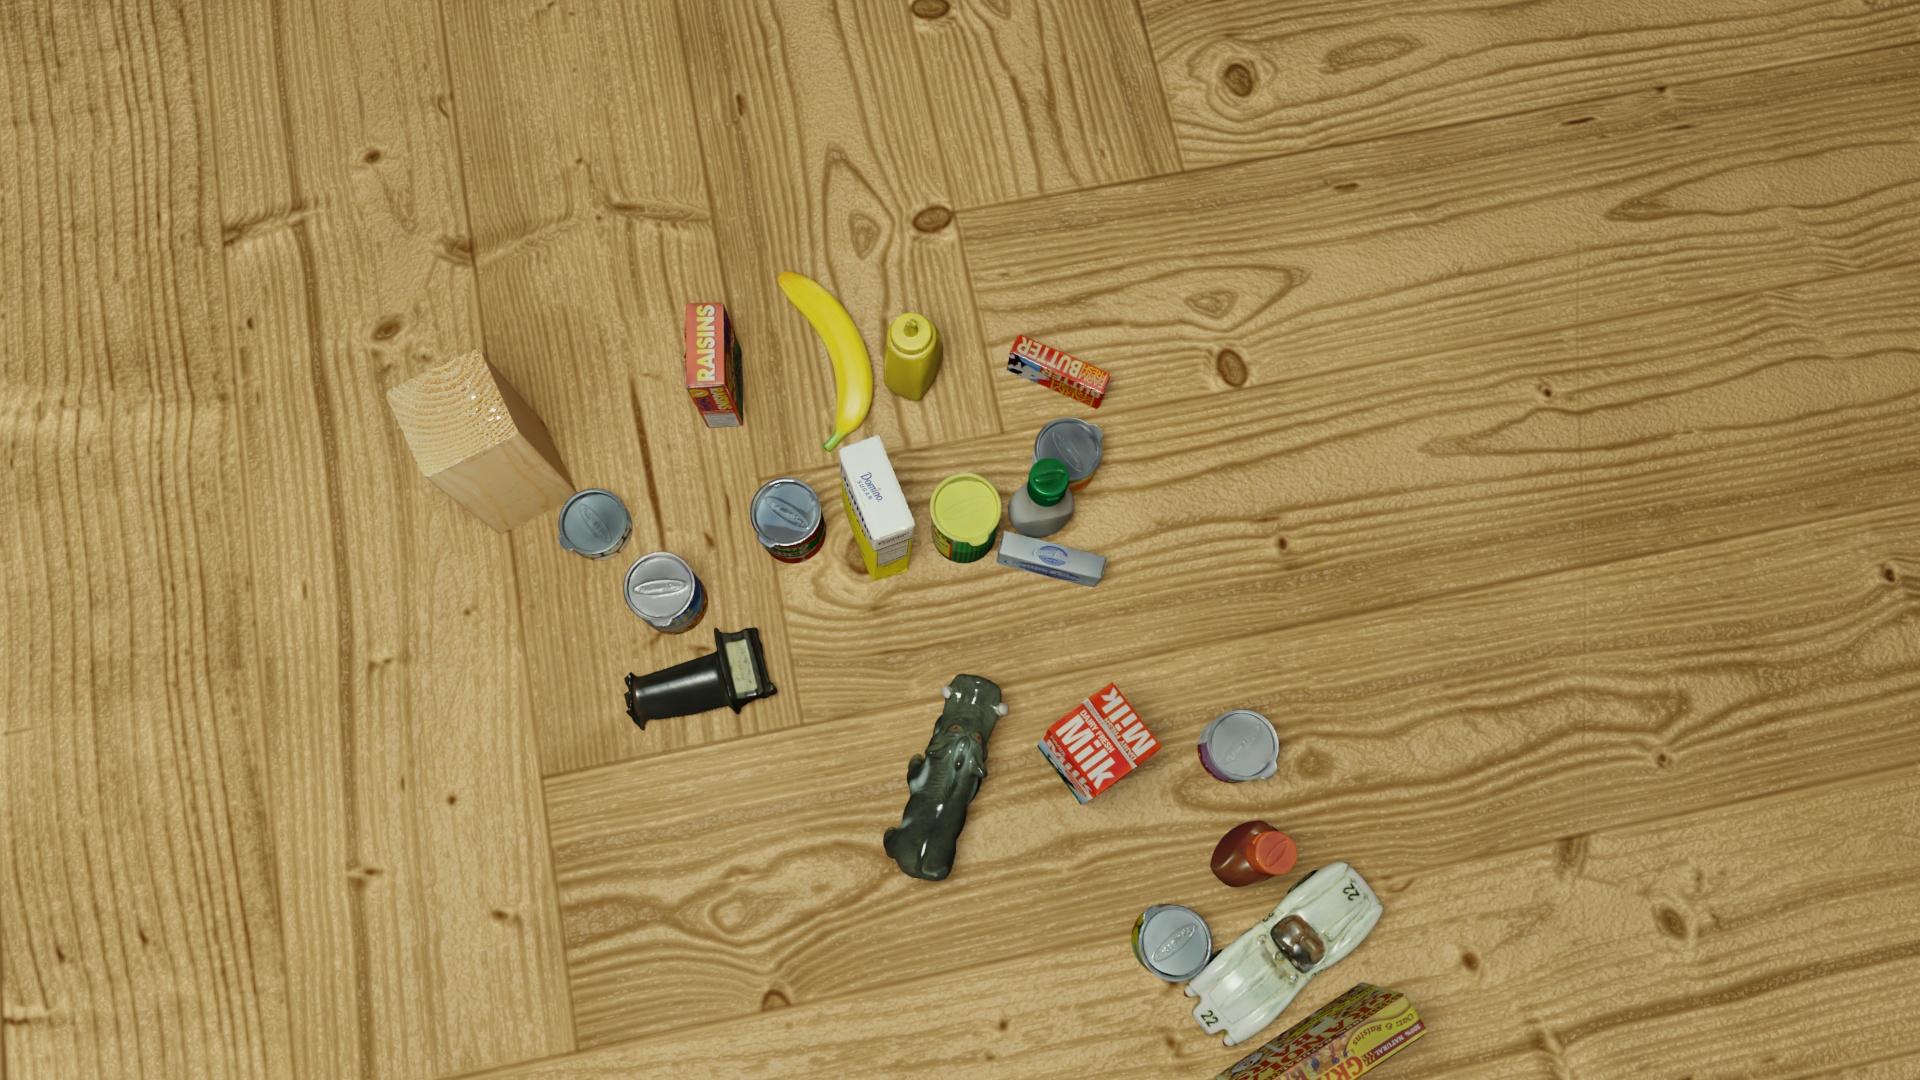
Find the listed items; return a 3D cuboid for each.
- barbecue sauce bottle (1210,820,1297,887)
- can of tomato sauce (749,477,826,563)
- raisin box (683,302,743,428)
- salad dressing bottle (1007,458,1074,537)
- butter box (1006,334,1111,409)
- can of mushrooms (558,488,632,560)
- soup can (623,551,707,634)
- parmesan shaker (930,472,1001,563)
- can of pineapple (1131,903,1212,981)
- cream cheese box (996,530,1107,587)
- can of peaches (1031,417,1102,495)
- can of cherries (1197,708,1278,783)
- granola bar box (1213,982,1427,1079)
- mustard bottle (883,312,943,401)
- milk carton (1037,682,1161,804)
[{"bbox_3d":[0.264,0.280,1.242,0.044,0.148,0.065,41,79,8],"label":"barbecue sauce bottle"},{"bbox_3d":[-0.165,-0.016,1.339,0.071,0.083,0.071,0,76,-1],"label":"can of tomato sauce"},{"bbox_3d":[-0.240,-0.170,1.355,0.040,0.123,0.086,-2,77,-2],"label":"raisin box"},{"bbox_3d":[0.079,-0.040,1.317,0.064,0.147,0.044,-11,77,-4],"label":"salad dressing bottle"},{"bbox_3d":[0.099,-0.170,1.399,0.103,0.053,0.024,24,77,5],"label":"butter box"},{"bbox_3d":[-0.358,-0.014,1.359,0.071,0.033,0.071,0,76,-1],"label":"can of mushrooms"},{"bbox_3d":[-0.278,0.054,1.318,0.071,0.083,0.071,0,76,-1],"label":"soup can"},{"bbox_3d":[0.005,-0.017,1.333,0.071,0.103,0.071,0,76,-1],"label":"parmesan shaker"},{"bbox_3d":[0.191,0.364,1.266,0.071,0.057,0.071,0,76,-1],"label":"can of pineapple"},{"bbox_3d":[0.088,0.019,1.351,0.104,0.053,0.024,14,77,2],"label":"cream cheese box"},{"bbox_3d":[0.106,-0.083,1.375,0.071,0.058,0.071,0,76,-1],"label":"can of peaches"},{"bbox_3d":[0.262,0.197,1.308,0.071,0.058,0.071,0,76,-1],"label":"can of cherries"},{"bbox_3d":[0.312,0.450,1.213,0.166,0.124,0.039,-29,79,-8],"label":"granola bar box"},{"bbox_3d":[-0.047,-0.186,1.344,0.049,0.160,0.065,26,77,5],"label":"mustard bottle"},{"bbox_3d":[0.123,0.182,1.241,0.073,0.190,0.072,-35,80,-9],"label":"milk carton"}]
